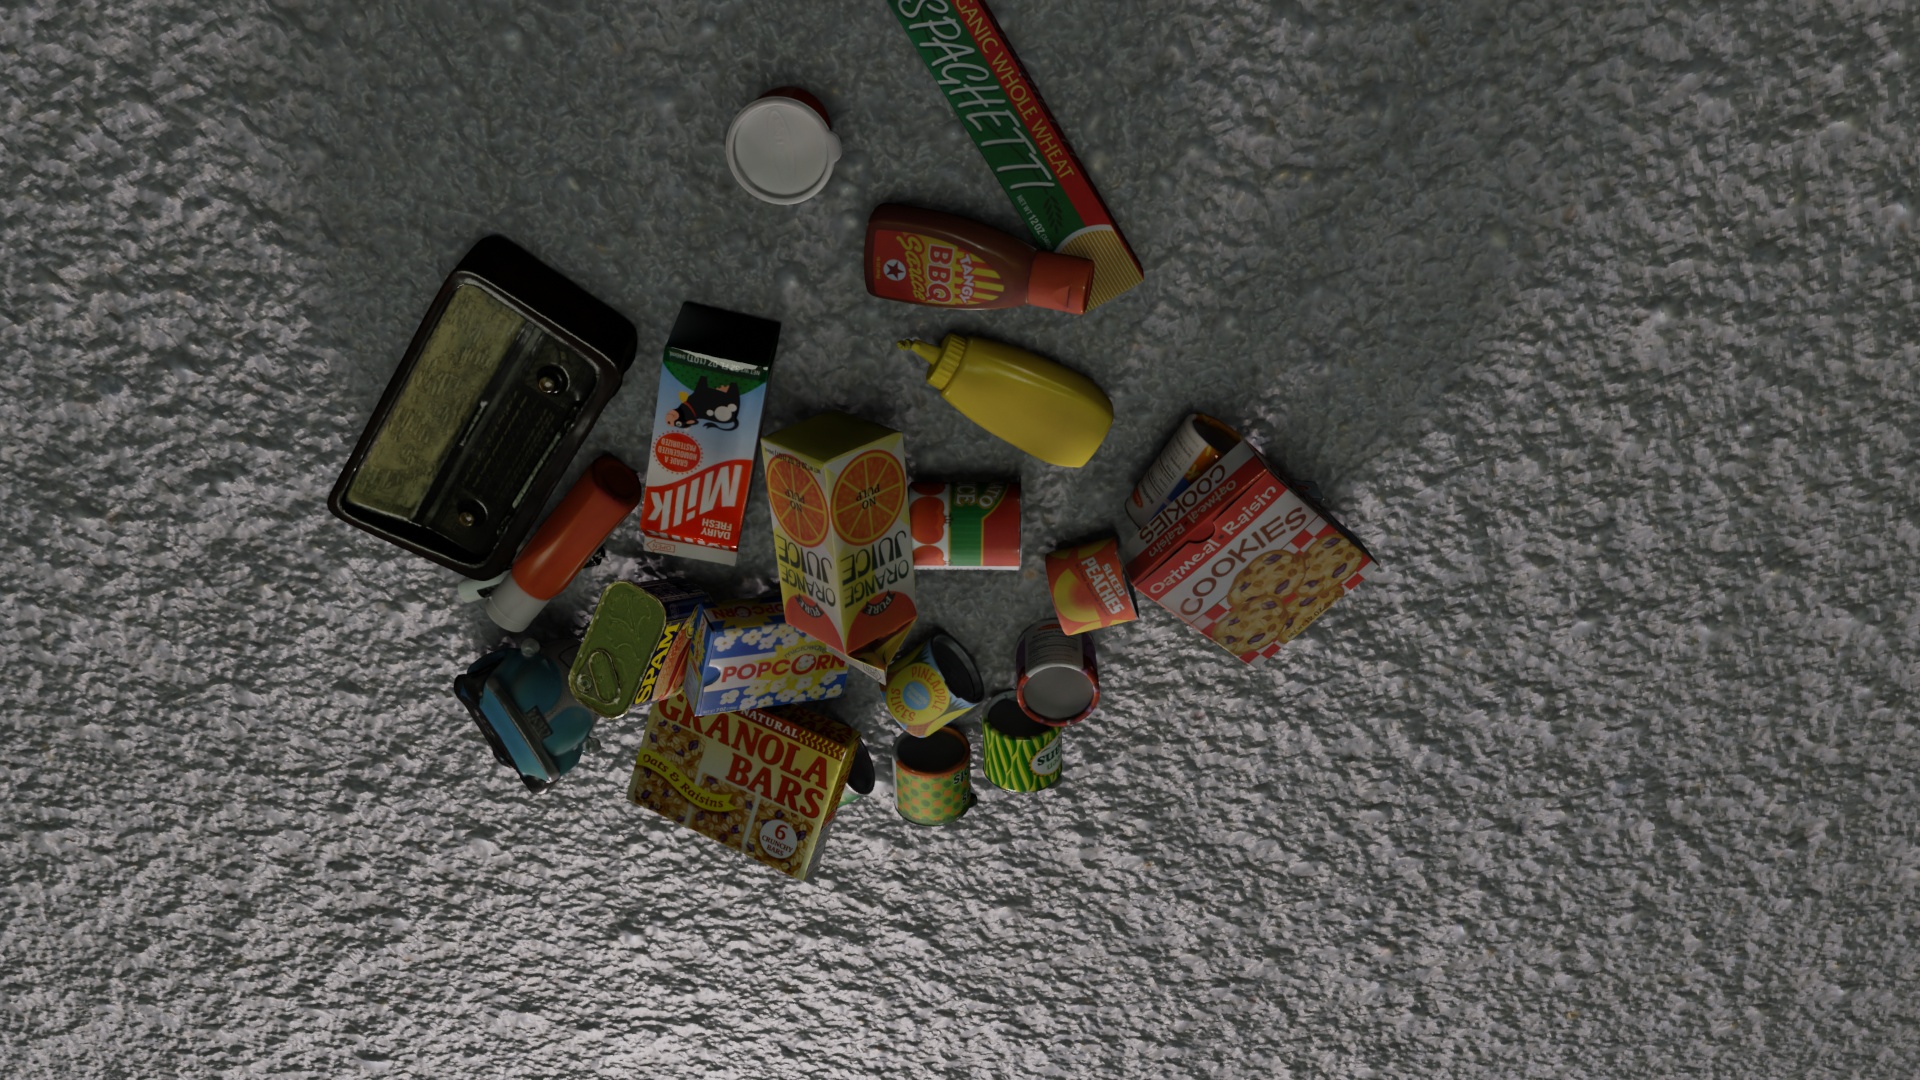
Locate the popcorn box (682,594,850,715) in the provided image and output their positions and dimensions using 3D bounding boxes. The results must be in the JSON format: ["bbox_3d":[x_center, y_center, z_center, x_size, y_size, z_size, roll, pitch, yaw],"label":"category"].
[{"bbox_3d":[-0.146,0.086,1.079,0.127,0.038,0.084,-4,128,-31],"label":"popcorn box"}]

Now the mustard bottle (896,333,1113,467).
[{"bbox_3d":[0.028,-0.109,0.978,0.160,0.049,0.065,25,120,-14],"label":"mustard bottle"}]

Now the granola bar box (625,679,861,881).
[{"bbox_3d":[-0.175,0.182,1.120,0.166,0.039,0.123,22,105,12],"label":"granola bar box"}]

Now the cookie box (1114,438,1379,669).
[{"bbox_3d":[0.209,0.015,1.000,0.122,0.040,0.167,-43,132,16],"label":"cookie box"}]

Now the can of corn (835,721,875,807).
[{"bbox_3d":[-0.115,0.192,1.159,0.058,0.071,0.071,-29,118,18],"label":"can of corn"}]

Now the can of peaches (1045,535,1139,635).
[{"bbox_3d":[0.100,0.035,1.056,0.058,0.071,0.071,-14,121,10],"label":"can of peaches"}]

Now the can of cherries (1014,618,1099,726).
[{"bbox_3d":[0.078,0.108,1.110,0.071,0.059,0.071,0,122,0],"label":"can of cherries"}]

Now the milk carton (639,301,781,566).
[{"bbox_3d":[-0.182,-0.064,0.993,0.072,0.074,0.189,11,122,-7],"label":"milk carton"}]

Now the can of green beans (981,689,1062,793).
[{"bbox_3d":[0.051,0.164,1.141,0.071,0.071,0.057,-1,122,1],"label":"can of green beans"}]

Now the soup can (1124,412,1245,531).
[{"bbox_3d":[0.172,-0.040,1.012,0.071,0.072,0.083,25,119,-15],"label":"soup can"}]

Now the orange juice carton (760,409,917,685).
[{"bbox_3d":[-0.084,0.011,0.998,0.072,0.073,0.191,22,127,40],"label":"orange juice carton"}]

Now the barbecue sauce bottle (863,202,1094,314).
[{"bbox_3d":[0.012,-0.180,0.916,0.148,0.044,0.064,12,132,9],"label":"barbecue sauce bottle"}]

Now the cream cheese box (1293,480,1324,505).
[{"bbox_3d":[0.238,0.002,1.063,0.053,0.024,0.103,6,122,-3],"label":"cream cheese box"}]

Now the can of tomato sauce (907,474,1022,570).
[{"bbox_3d":[0.004,-0.013,1.030,0.083,0.071,0.070,0,123,1],"label":"can of tomato sauce"}]

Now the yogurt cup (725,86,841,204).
[{"bbox_3d":[-0.112,-0.254,0.883,0.072,0.054,0.072,0,122,0],"label":"yogurt cup"}]

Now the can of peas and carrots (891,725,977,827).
[{"bbox_3d":[-0.021,0.196,1.161,0.071,0.071,0.058,0,122,1],"label":"can of peas and carrots"}]

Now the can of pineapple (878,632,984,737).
[{"bbox_3d":[-0.024,0.116,1.109,0.057,0.071,0.071,-35,116,21],"label":"can of pineapple"}]

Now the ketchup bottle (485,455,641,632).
[{"bbox_3d":[-0.298,0.006,1.034,0.043,0.065,0.148,37,109,-22],"label":"ketchup bottle"}]

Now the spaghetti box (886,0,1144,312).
[{"bbox_3d":[0.038,-0.259,0.895,0.050,0.029,0.249,-28,118,17],"label":"spaghetti box"}]
